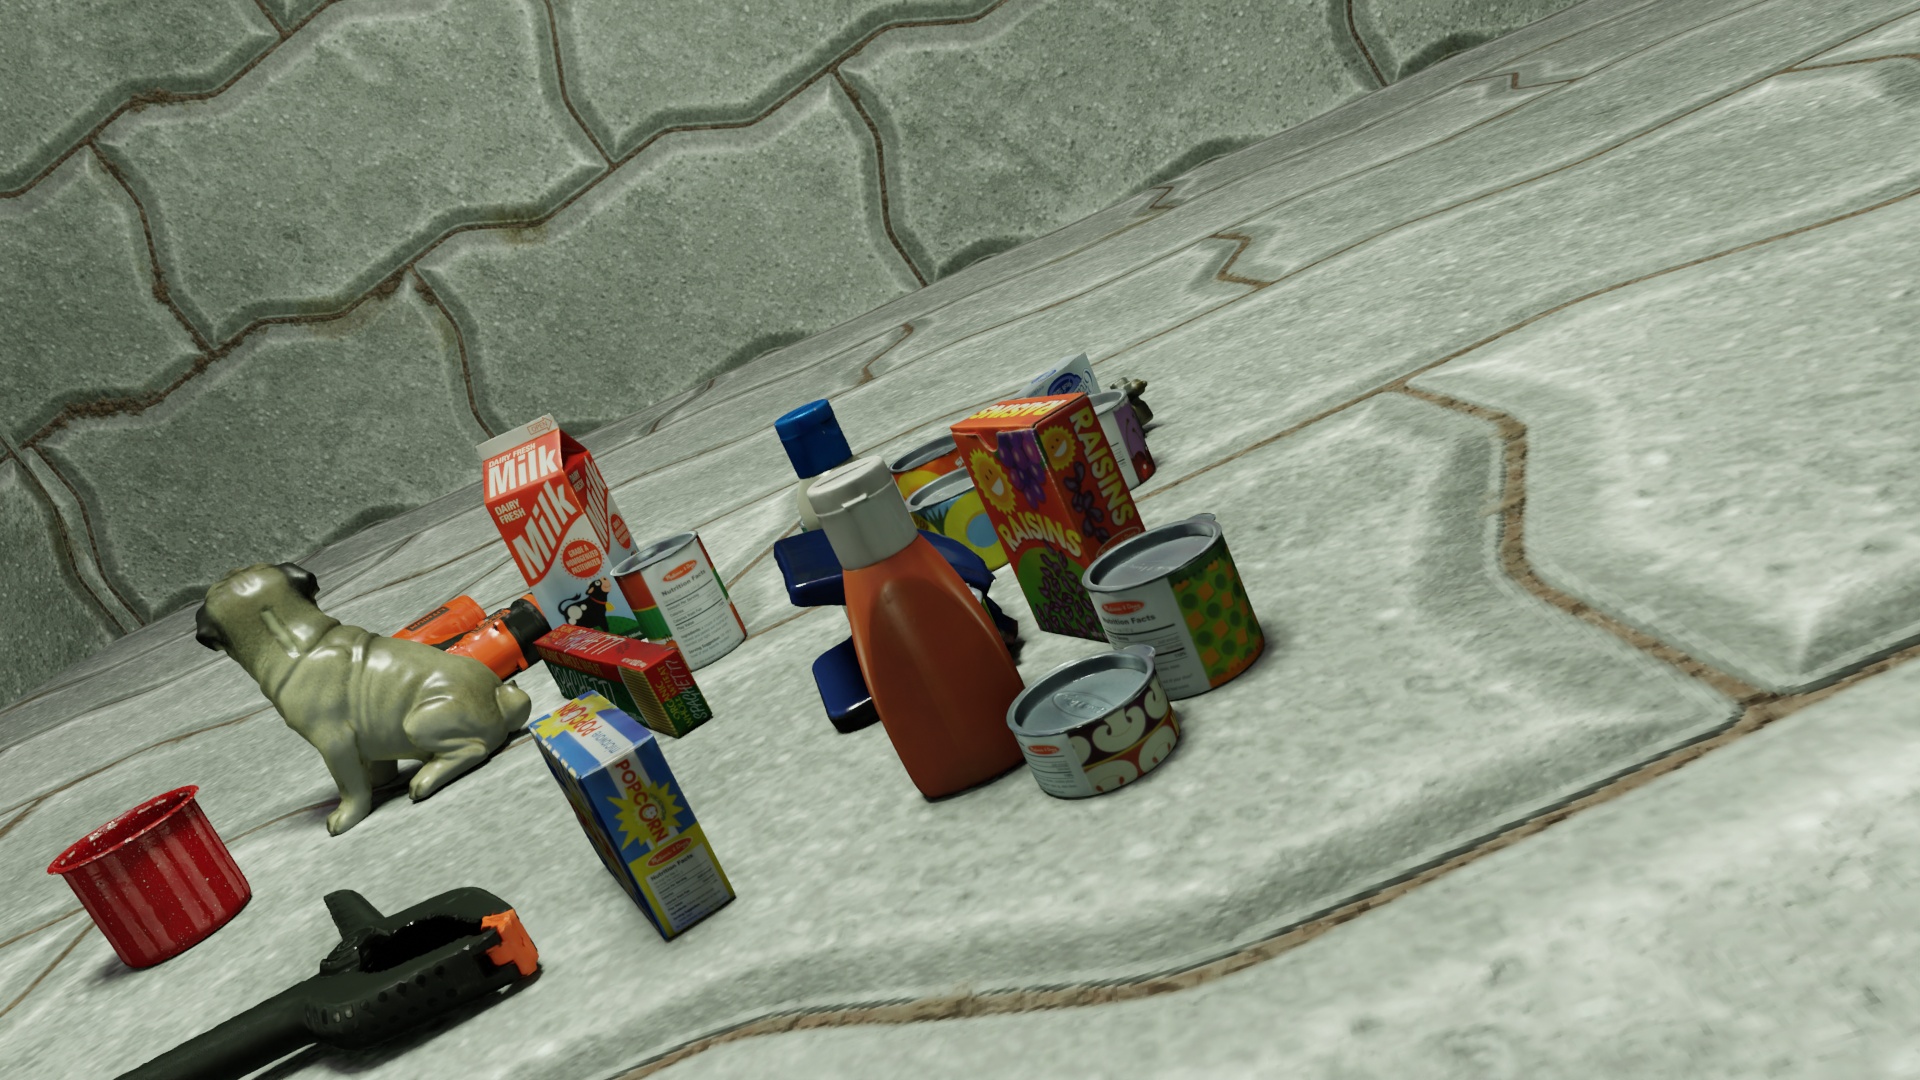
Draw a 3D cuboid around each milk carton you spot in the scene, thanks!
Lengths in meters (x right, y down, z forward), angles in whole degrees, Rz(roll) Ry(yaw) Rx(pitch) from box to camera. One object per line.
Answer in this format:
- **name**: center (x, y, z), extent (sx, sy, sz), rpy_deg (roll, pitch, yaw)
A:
- **milk carton**: center (-0.317, -0.004, 1.122), extent (0.072, 0.190, 0.074), rpy_deg (-23, 15, 8)

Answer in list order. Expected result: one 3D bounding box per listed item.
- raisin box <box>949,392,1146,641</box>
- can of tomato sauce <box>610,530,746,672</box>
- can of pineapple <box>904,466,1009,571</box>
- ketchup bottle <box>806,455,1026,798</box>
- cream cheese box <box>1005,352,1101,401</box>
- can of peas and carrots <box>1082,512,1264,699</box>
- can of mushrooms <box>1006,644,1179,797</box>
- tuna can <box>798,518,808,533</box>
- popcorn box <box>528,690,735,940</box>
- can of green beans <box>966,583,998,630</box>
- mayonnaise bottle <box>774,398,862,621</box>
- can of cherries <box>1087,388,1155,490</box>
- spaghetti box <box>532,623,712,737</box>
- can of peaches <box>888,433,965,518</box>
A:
- **raisin box**: center (0.051, -0.011, 0.711), extent (0.040, 0.123, 0.086), rpy_deg (-31, 16, -23)
- **can of tomato sauce**: center (-0.199, 0.044, 0.985), extent (0.071, 0.083, 0.071), rpy_deg (-23, 15, 7)
- **can of pineapple**: center (0.003, -0.011, 0.911), extent (0.071, 0.057, 0.071), rpy_deg (-23, 15, 7)
- **ketchup bottle**: center (-0.020, 0.037, 0.609), extent (0.065, 0.148, 0.043), rpy_deg (-25, 15, -2)
- **cream cheese box**: center (0.080, -0.112, 1.143), extent (0.024, 0.053, 0.104), rpy_deg (-12, 19, 40)
- **can of peas and carrots**: center (0.098, 0.029, 0.626), extent (0.071, 0.058, 0.071), rpy_deg (-23, 15, 7)
- **can of mushrooms**: center (0.058, 0.075, 0.582), extent (0.071, 0.033, 0.071), rpy_deg (-23, 15, 6)
- **tuna can**: center (-0.094, -0.013, 1.114), extent (0.071, 0.032, 0.071), rpy_deg (-23, 15, 6)
- **popcorn box**: center (-0.155, 0.123, 0.646), extent (0.038, 0.085, 0.126), rpy_deg (-31, 16, -22)
- **can of green beans**: center (-0.008, 0.064, 0.674), extent (0.071, 0.057, 0.071), rpy_deg (-23, 15, 7)
- **mayonnaise bottle**: center (-0.066, -0.013, 0.849), extent (0.041, 0.147, 0.065), rpy_deg (-15, 17, 33)
- **can of cherries**: center (0.094, -0.065, 0.951), extent (0.071, 0.058, 0.072), rpy_deg (-23, 15, 7)
- **spaghetti box**: center (-0.236, 0.091, 0.945), extent (0.029, 0.050, 0.250), rpy_deg (-32, 17, -28)
- **can of peaches**: center (-0.011, -0.042, 1.035), extent (0.071, 0.058, 0.071), rpy_deg (-23, 15, 7)
